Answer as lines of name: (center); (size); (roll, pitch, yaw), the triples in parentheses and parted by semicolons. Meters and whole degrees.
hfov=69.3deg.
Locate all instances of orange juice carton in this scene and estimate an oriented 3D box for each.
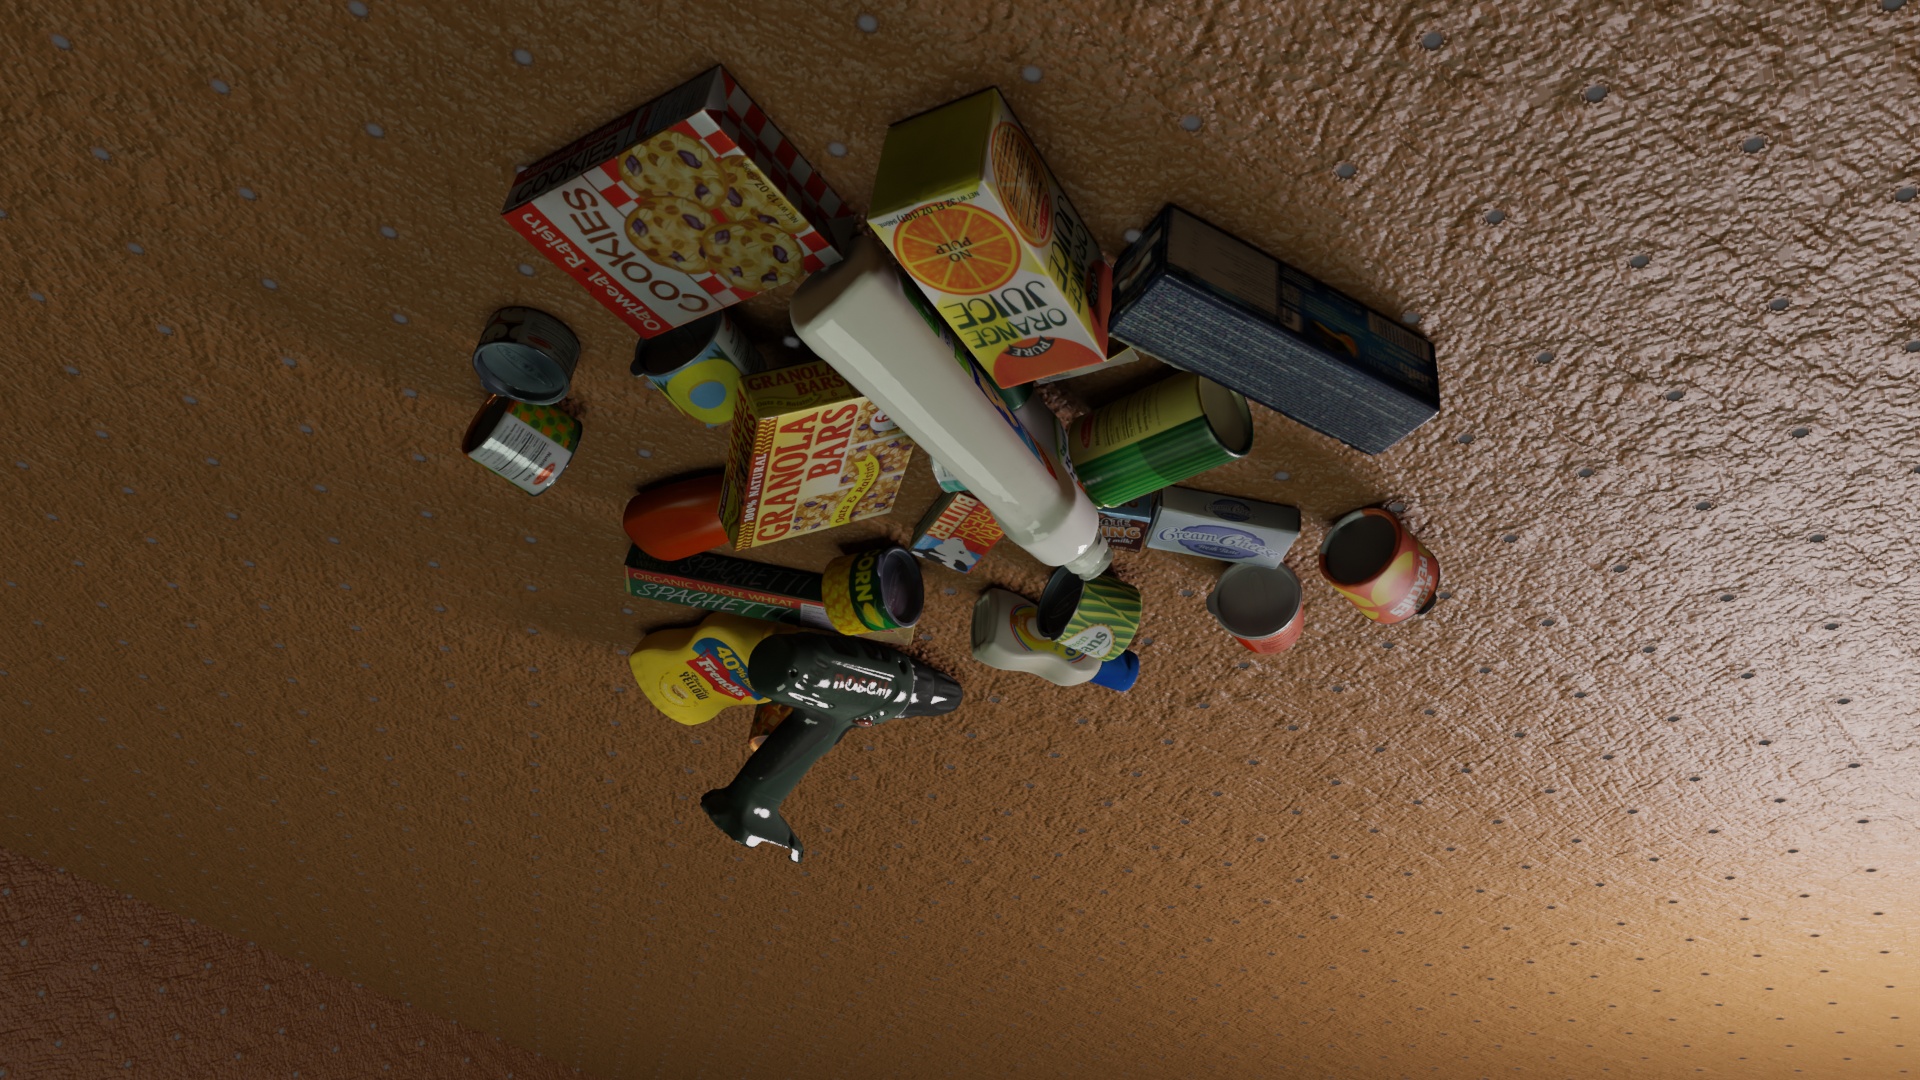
orange juice carton: (0.032, -0.154, 0.792); (0.071, 0.073, 0.192); (-12, 142, 29)

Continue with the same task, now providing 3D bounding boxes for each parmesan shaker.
parmesan shaker: (0.130, -0.066, 0.903); (0.103, 0.071, 0.071); (-21, 136, 38)

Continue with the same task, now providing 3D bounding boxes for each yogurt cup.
yogurt cup: (0.232, 0.053, 1.069); (0.072, 0.072, 0.053); (-5, 152, 21)

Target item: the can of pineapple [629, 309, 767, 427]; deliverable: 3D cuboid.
can of pineapple: (-0.170, -0.115, 0.907); (0.071, 0.071, 0.057); (-9, 143, 26)

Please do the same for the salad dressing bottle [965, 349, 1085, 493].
salad dressing bottle: (0.046, -0.071, 0.930); (0.044, 0.064, 0.147); (-15, 133, 20)

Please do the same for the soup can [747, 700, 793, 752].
soup can: (-0.162, 0.160, 1.311); (0.071, 0.084, 0.071); (7, 147, 5)

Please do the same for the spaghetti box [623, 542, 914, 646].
spaghetti box: (-0.161, 0.046, 1.186); (0.250, 0.029, 0.050); (11, 147, -2)

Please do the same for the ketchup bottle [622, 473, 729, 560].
ketchup bottle: (-0.189, -0.024, 1.073); (0.148, 0.044, 0.064); (-15, 141, 33)

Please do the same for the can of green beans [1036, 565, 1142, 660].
can of green beans: (0.102, 0.056, 1.102); (0.058, 0.071, 0.071); (24, 144, -21)

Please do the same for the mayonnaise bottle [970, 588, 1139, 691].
mayonnaise bottle: (0.080, 0.090, 1.166); (0.148, 0.065, 0.041); (20, 142, -23)

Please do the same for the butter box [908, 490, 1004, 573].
butter box: (0.004, -0.013, 1.059); (0.053, 0.024, 0.103); (20, 146, -15)

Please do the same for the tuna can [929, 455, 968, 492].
tuna can: (0.005, -0.067, 0.942); (0.033, 0.071, 0.070); (-4, 145, 19)

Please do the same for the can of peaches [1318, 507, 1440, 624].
can of peaches: (0.300, 0.019, 0.992); (0.071, 0.071, 0.058); (-22, 135, 38)

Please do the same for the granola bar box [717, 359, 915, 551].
granola bar box: (-0.095, -0.062, 0.944); (0.124, 0.039, 0.164); (-15, 155, -23)

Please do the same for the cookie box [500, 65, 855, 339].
cookie box: (-0.166, -0.190, 0.816); (0.167, 0.040, 0.122); (-14, 140, 32)

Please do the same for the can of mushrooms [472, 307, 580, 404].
can of mushrooms: (-0.299, -0.126, 0.955); (0.071, 0.033, 0.070); (6, 147, 4)

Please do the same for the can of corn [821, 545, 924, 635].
can of corn: (-0.072, 0.040, 1.120); (0.058, 0.071, 0.071); (-10, 142, 28)

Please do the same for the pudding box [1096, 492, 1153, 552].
pudding box: (0.096, -0.021, 1.019); (0.084, 0.030, 0.049); (9, 146, 0)

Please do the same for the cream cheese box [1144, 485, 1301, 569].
cream cheese box: (0.191, -0.009, 1.018); (0.104, 0.024, 0.053); (10, 147, -1)

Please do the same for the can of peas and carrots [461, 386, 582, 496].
can of peas and carrots: (-0.319, -0.076, 1.010); (0.070, 0.071, 0.058); (-22, 135, 38)
